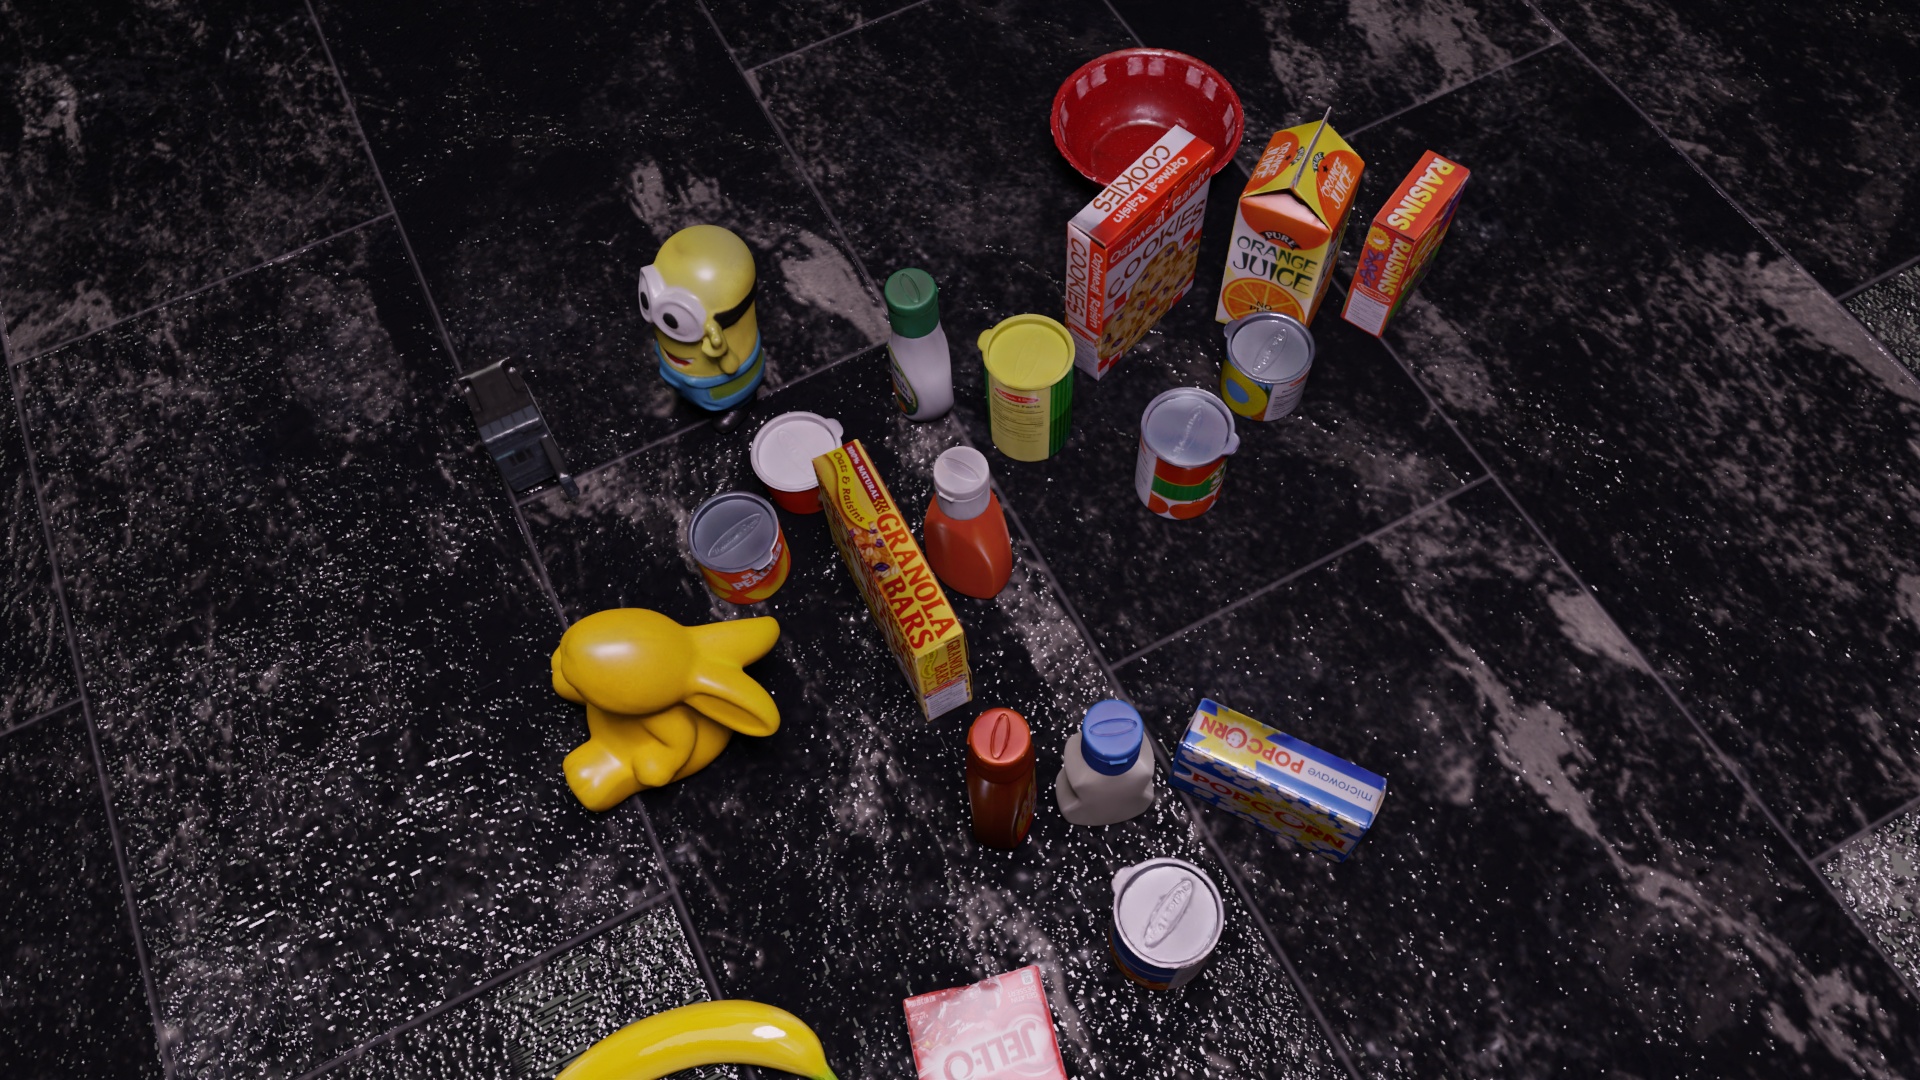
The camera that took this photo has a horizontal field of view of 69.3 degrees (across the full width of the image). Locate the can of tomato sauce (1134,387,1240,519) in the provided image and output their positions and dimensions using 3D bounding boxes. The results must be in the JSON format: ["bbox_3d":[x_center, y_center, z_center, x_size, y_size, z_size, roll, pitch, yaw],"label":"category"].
[{"bbox_3d":[0.165,-0.062,1.021,0.071,0.082,0.071,-1,63,2],"label":"can of tomato sauce"}]

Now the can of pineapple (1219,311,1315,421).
[{"bbox_3d":[0.234,-0.135,1.070,0.071,0.057,0.071,-1,63,2],"label":"can of pineapple"}]

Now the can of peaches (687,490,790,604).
[{"bbox_3d":[-0.159,0.008,1.015,0.071,0.057,0.071,-1,63,2],"label":"can of peaches"}]

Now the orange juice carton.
[{"bbox_3d":[0.249,-0.234,1.045,0.073,0.191,0.072,24,67,14],"label":"orange juice carton"}]

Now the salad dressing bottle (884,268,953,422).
[{"bbox_3d":[-0.032,-0.145,1.037,0.044,0.147,0.064,-22,64,-8],"label":"salad dressing bottle"}]

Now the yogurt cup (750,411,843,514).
[{"bbox_3d":[-0.120,-0.055,1.048,0.072,0.053,0.073,-1,63,2],"label":"yogurt cup"}]

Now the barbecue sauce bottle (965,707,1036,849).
[{"bbox_3d":[0.026,0.148,0.882,0.044,0.148,0.065,10,64,8],"label":"barbecue sauce bottle"}]

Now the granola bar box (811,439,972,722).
[{"bbox_3d":[-0.046,0.029,0.961,0.039,0.123,0.166,-25,64,-10],"label":"granola bar box"}]

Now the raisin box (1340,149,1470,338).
[{"bbox_3d":[0.343,-0.227,1.076,0.040,0.123,0.086,34,69,18],"label":"raisin box"}]

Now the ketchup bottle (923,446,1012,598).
[{"bbox_3d":[0.003,-0.012,0.966,0.065,0.148,0.044,29,68,16],"label":"ketchup bottle"}]

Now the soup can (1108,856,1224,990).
[{"bbox_3d":[0.124,0.238,0.866,0.071,0.083,0.071,-1,63,2],"label":"soup can"}]

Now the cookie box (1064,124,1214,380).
[{"bbox_3d":[0.133,-0.214,1.055,0.040,0.166,0.123,38,71,20],"label":"cookie box"}]

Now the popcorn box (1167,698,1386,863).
[{"bbox_3d":[0.204,0.157,0.904,0.127,0.085,0.038,24,67,14],"label":"popcorn box"}]

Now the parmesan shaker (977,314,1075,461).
[{"bbox_3d":[0.049,-0.114,1.042,0.071,0.102,0.071,-1,63,2],"label":"parmesan shaker"}]

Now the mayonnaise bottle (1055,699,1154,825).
[{"bbox_3d":[0.094,0.143,0.882,0.065,0.147,0.041,-9,63,-1],"label":"mayonnaise bottle"}]
